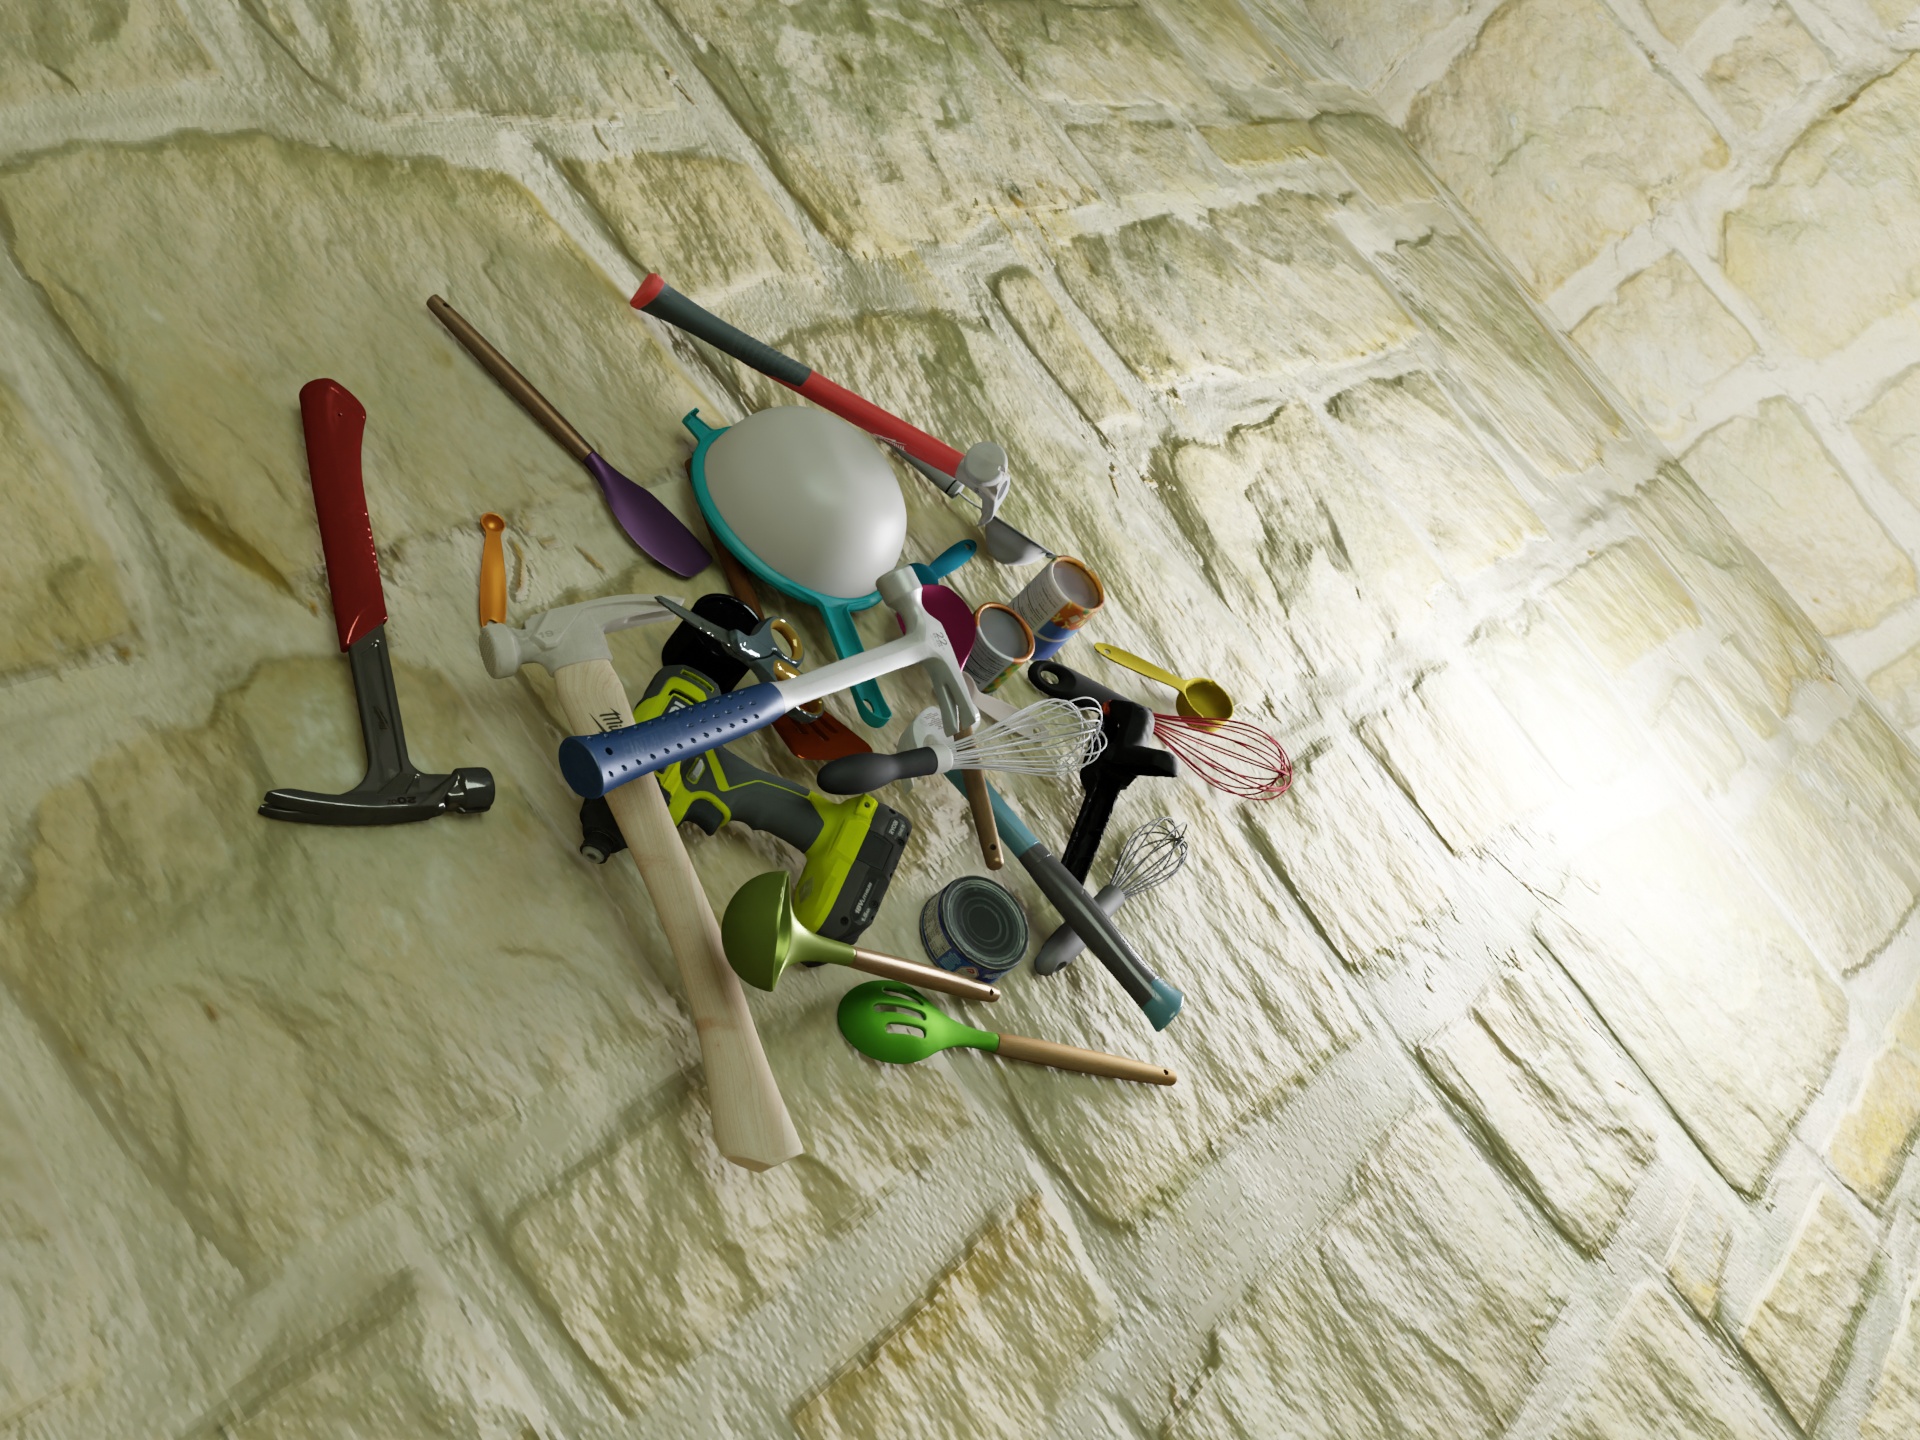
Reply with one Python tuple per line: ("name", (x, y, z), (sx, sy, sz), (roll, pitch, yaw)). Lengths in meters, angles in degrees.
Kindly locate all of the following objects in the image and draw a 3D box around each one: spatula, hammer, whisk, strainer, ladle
("spatula", (-0.168, -0.095, 1.324), (0.081, 0.041, 0.323), (-2, 59, -44))
("hammer", (-0.432, -0.091, 1.113), (0.149, 0.036, 0.359), (1, 59, -38))
("spatula", (-0.328, -0.236, 1.321), (0.316, 0.018, 0.060), (46, 37, -2))
("hammer", (-0.190, 0.102, 1.081), (0.146, 0.038, 0.411), (-16, 74, -31))
("whisk", (0.133, 0.151, 1.373), (0.055, 0.055, 0.239), (49, 46, 4))
("whisk", (0.006, 0.027, 1.245), (0.284, 0.070, 0.070), (-10, 65, -38))
("strainer", (-0.001, -0.219, 1.557), (0.258, 0.050, 0.087), (41, 5, 3))
("ladle", (-0.054, 0.171, 1.126), (0.319, 0.062, 0.078), (27, 64, -51))
("hammer", (-0.125, -0.013, 1.156), (0.405, 0.035, 0.144), (-24, 86, -53))
("whisk", (0.195, 0.005, 1.530), (0.295, 0.073, 0.073), (22, 47, -16))
("strainer", (-0.101, -0.153, 1.353), (0.210, 0.095, 0.341), (10, 46, -41))
("hammer", (-0.129, -0.298, 1.461), (0.386, 0.143, 0.038), (30, 81, 5))
("hammer", (0.066, 0.117, 1.309), (0.331, 0.033, 0.128), (49, 32, 16))

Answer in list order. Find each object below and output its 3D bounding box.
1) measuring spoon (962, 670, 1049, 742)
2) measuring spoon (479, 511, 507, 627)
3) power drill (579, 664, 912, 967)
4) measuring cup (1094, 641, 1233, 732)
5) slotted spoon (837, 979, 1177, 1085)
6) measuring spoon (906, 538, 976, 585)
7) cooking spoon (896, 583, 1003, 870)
("measuring spoon", (0.030, -0.009, 1.438), (0.124, 0.018, 0.034), (28, 74, -28))
("measuring spoon", (-0.357, -0.108, 1.208), (0.021, 0.011, 0.117), (11, 56, -33))
("power drill", (-0.162, 0.079, 1.172), (0.223, 0.080, 0.171), (32, 48, -10))
("measuring cup", (0.199, -0.035, 1.592), (0.156, 0.029, 0.062), (26, 44, -5))
("slotted spoon", (0.047, 0.253, 1.239), (0.313, 0.031, 0.070), (18, 44, -30))
("measuring spoon", (-0.014, -0.150, 1.504), (0.042, 0.021, 0.129), (47, 42, 1))
("cooking spoon", (-0.002, -0.004, 1.332), (0.068, 0.017, 0.319), (-3, 48, -13))
